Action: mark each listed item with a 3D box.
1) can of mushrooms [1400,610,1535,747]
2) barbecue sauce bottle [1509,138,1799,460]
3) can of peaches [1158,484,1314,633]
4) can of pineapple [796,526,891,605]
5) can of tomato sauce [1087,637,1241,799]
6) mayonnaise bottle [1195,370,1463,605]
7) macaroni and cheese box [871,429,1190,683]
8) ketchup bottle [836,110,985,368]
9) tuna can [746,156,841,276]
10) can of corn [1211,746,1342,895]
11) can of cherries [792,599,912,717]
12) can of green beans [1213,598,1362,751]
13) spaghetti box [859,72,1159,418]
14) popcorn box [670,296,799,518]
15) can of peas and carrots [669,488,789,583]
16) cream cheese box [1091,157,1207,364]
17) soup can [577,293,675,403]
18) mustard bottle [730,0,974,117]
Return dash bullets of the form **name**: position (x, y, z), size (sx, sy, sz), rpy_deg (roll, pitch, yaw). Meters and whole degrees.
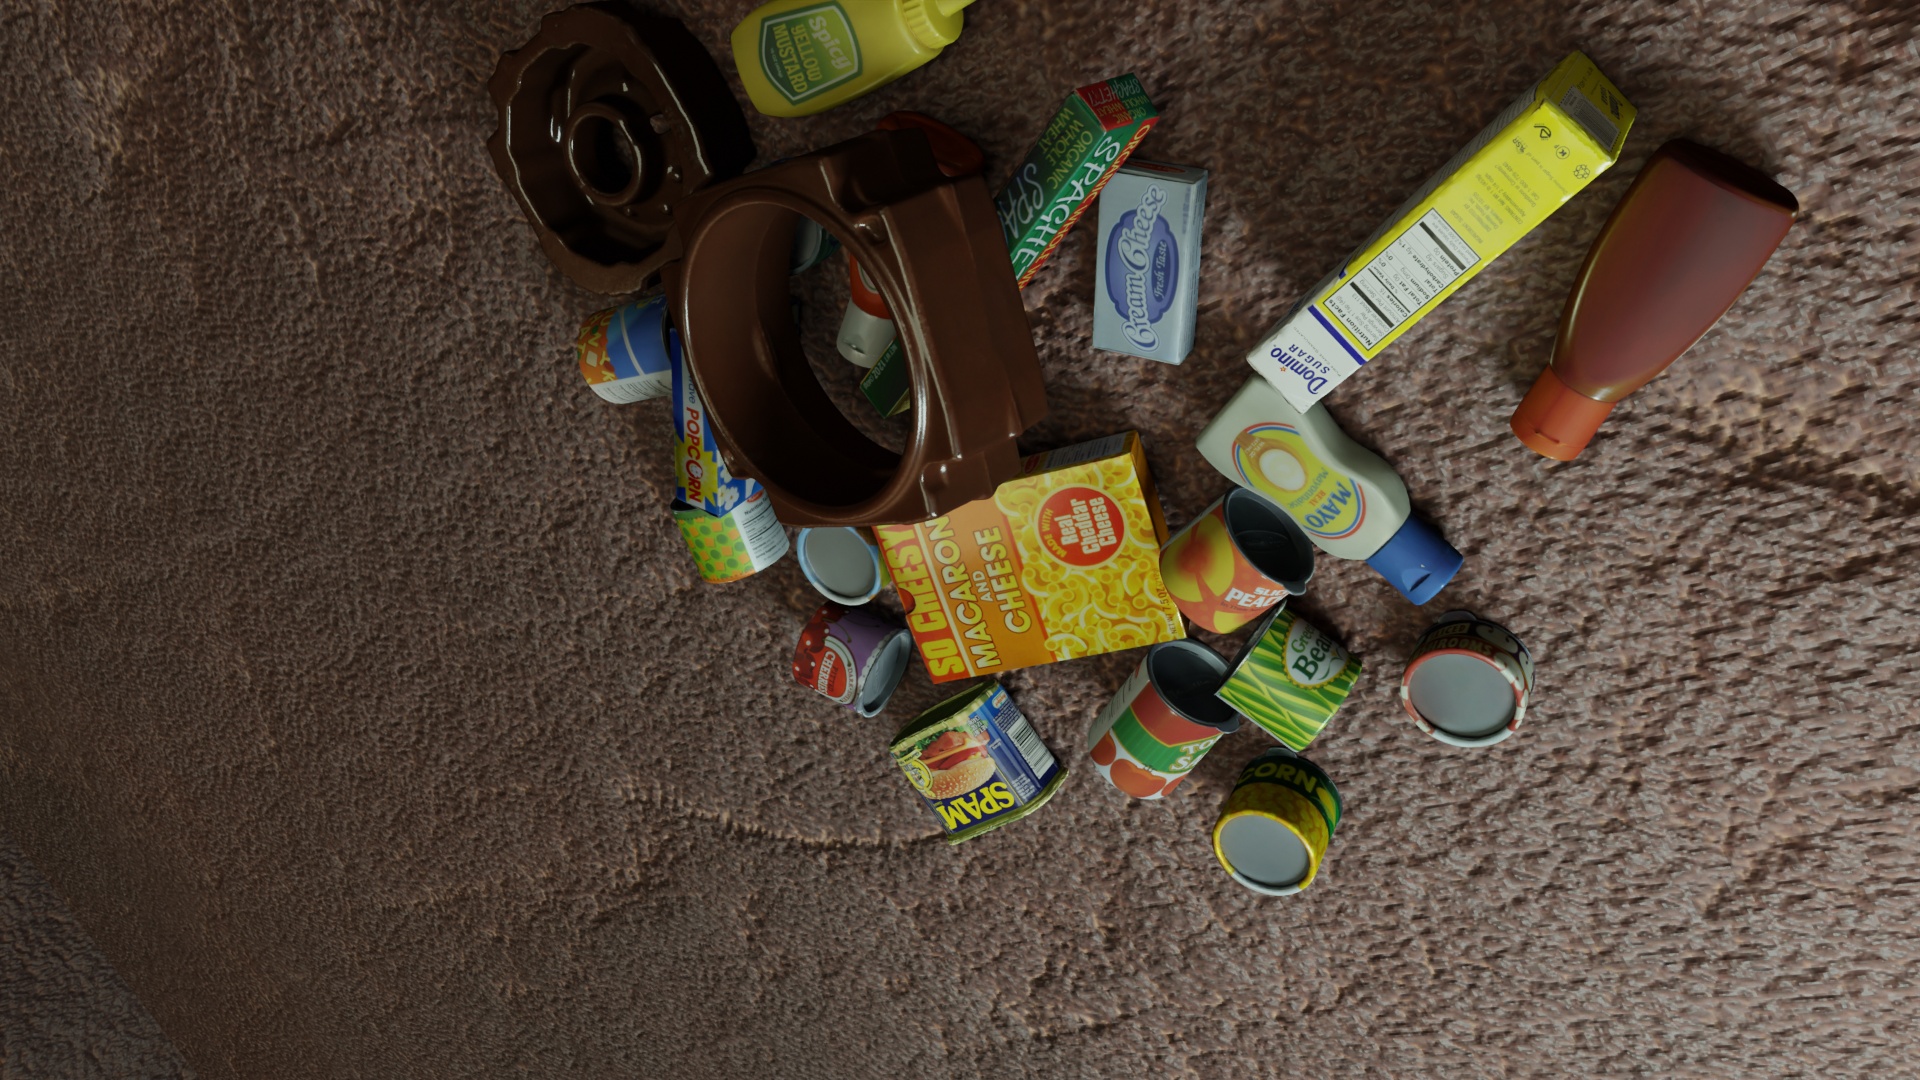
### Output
- **can of mushrooms**: position (0.277, 0.077, 0.763), size (0.071, 0.034, 0.070), rpy_deg (16, 125, 24)
- **barbecue sauce bottle**: position (0.305, -0.103, 0.632), size (0.065, 0.044, 0.147), rpy_deg (32, 130, 12)
- **can of peaches**: position (0.155, 0.013, 0.777), size (0.071, 0.071, 0.057), rpy_deg (46, 132, 0)
- **can of pineapple**: position (-0.066, 0.000, 0.915), size (0.071, 0.058, 0.070), rpy_deg (15, 124, 24)
- **can of tomato sauce**: position (0.127, 0.112, 0.855), size (0.071, 0.071, 0.082), rpy_deg (37, 131, 8)
- **mayonnaise bottle**: position (0.200, -0.027, 0.743), size (0.148, 0.041, 0.064), rpy_deg (41, 129, 5)
- **macaroni and cheese box**: position (0.042, 0.013, 0.838), size (0.166, 0.040, 0.123), rpy_deg (-13, 111, 19)
- **ketchup bottle**: position (-0.036, -0.169, 0.806), size (0.065, 0.044, 0.148), rpy_deg (32, 130, 12)
- **tuna can**: position (-0.101, -0.196, 0.837), size (0.071, 0.033, 0.070), rpy_deg (15, 124, 24)
- **can of corn**: position (0.194, 0.173, 0.855), size (0.071, 0.058, 0.070), rpy_deg (15, 124, 24)
- **can of cherries**: position (-0.076, 0.081, 0.961), size (0.058, 0.072, 0.071), rpy_deg (24, 127, 18)
- **can of green beans**: position (0.188, 0.079, 0.798), size (0.058, 0.071, 0.071), rpy_deg (36, 130, 8)
- **spaghetti box**: position (0.019, -0.152, 0.757), size (0.029, 0.050, 0.248), rpy_deg (53, 138, 9)
- **popcorn box**: position (-0.143, -0.090, 0.892), size (0.038, 0.085, 0.126), rpy_deg (21, 127, 22)
- **can of peas and carrots**: position (-0.161, -0.010, 0.963), size (0.071, 0.071, 0.058), rpy_deg (-6, 114, 34)
- **cream cheese box**: position (0.101, -0.149, 0.744), size (0.053, 0.024, 0.103), rpy_deg (17, 124, 26)
- **soup can**: position (-0.201, -0.131, 0.918), size (0.083, 0.072, 0.071), rpy_deg (-5, 114, 35)
- **mustard bottle**: position (-0.050, -0.275, 0.747), size (0.160, 0.049, 0.065), rpy_deg (-6, 115, 35)
